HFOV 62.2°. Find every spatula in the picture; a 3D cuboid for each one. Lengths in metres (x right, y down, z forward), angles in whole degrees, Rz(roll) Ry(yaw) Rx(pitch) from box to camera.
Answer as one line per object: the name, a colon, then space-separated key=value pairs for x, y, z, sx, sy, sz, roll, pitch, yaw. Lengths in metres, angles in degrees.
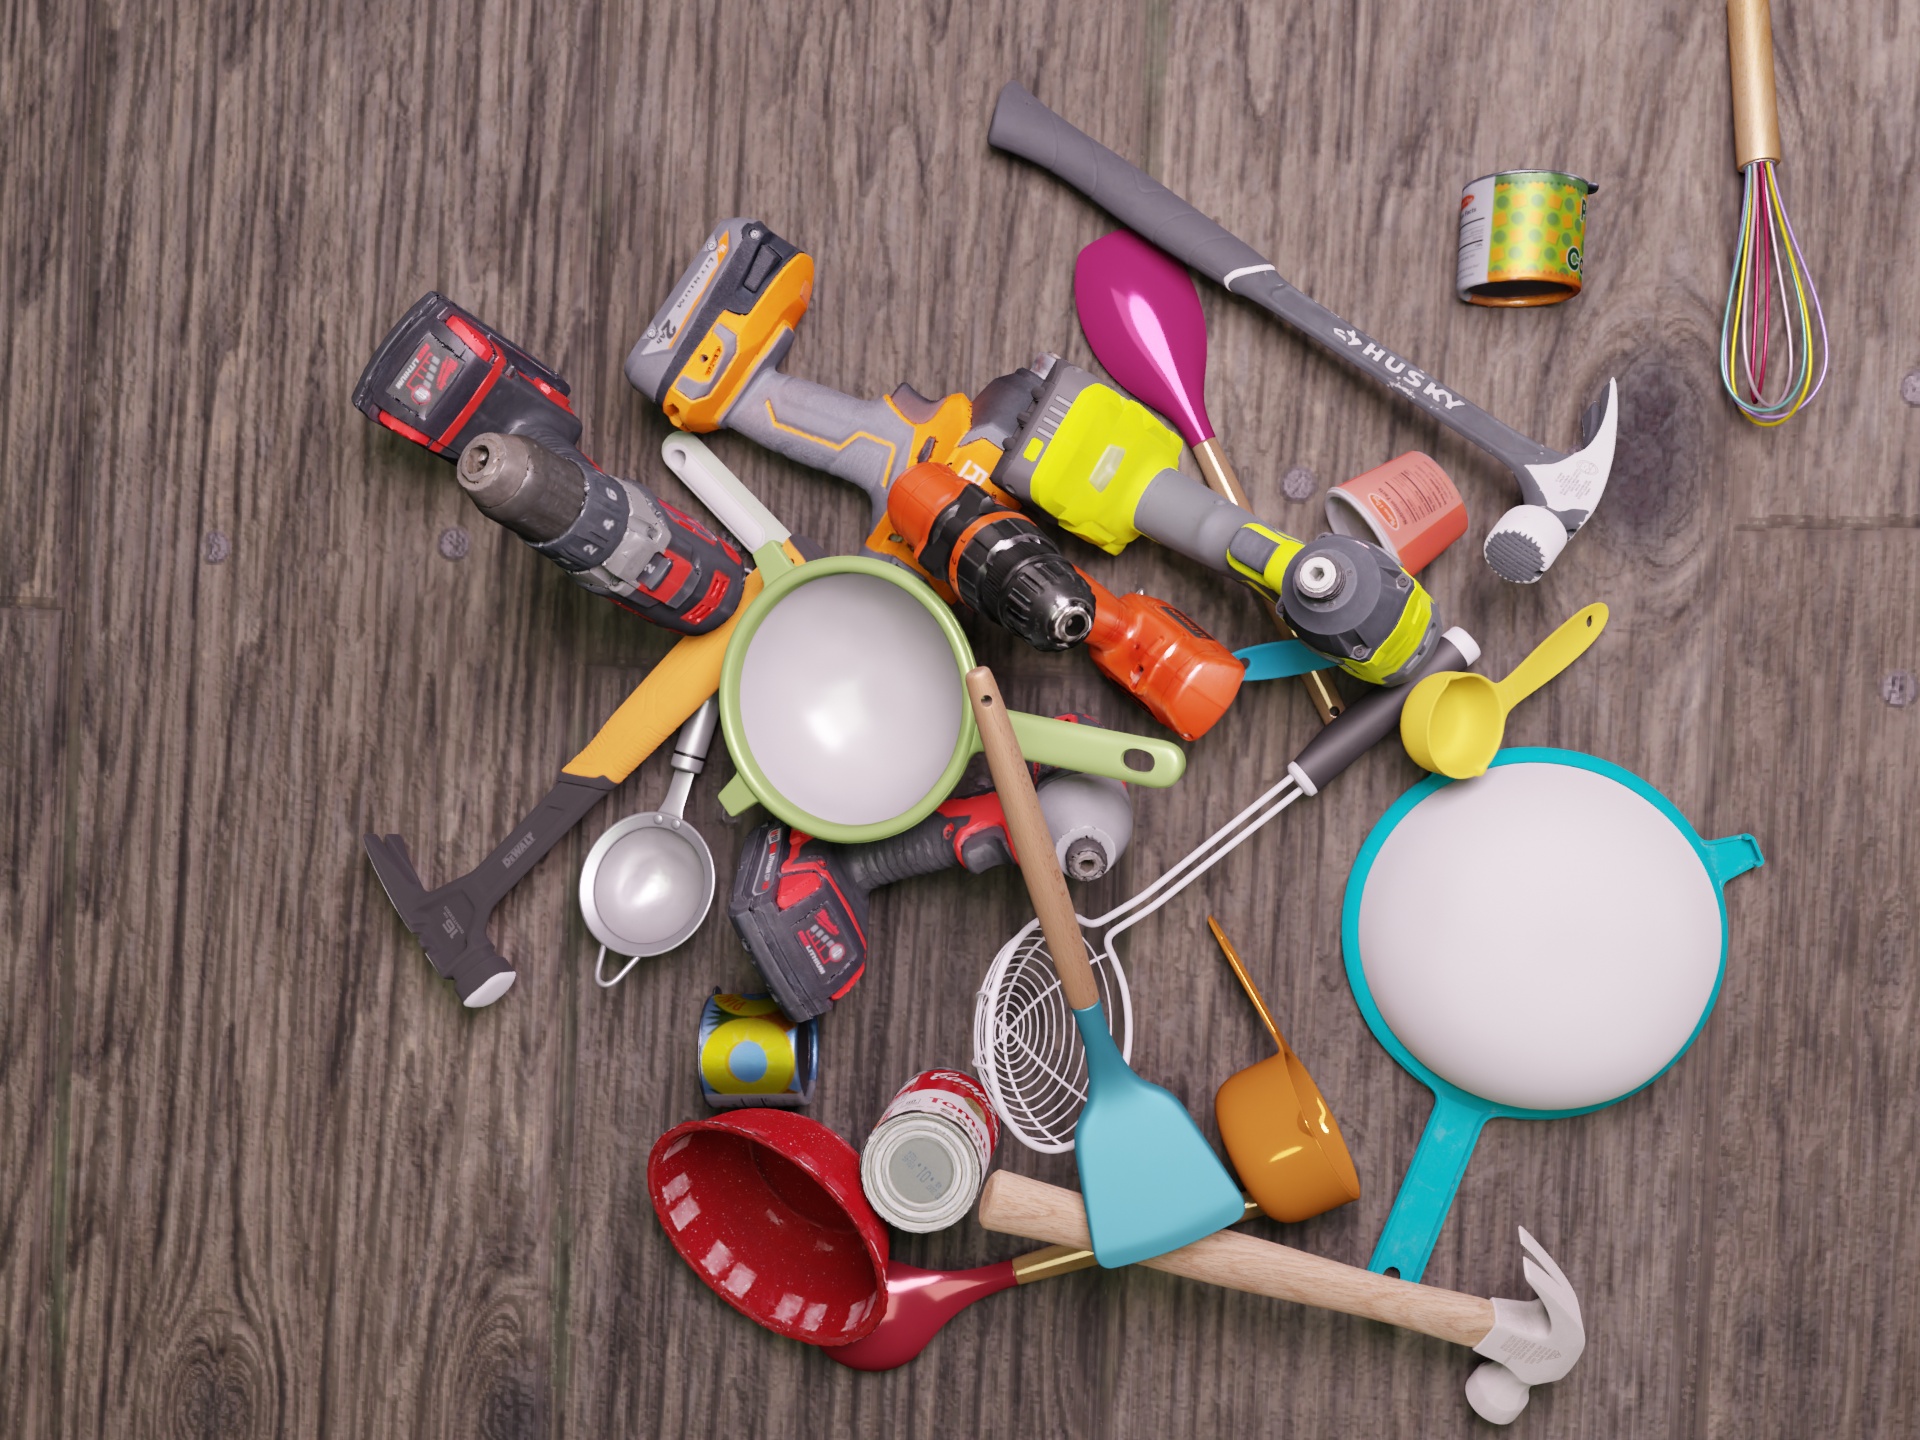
spatula: x=0.059 y=0.122 z=0.791 sx=0.082 sy=0.044 sz=0.317 roll=-20 pitch=107 yaw=-2

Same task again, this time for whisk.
whisk: x=0.435 y=-0.282 z=0.872 sx=0.051 sy=0.047 sz=0.245 roll=-2 pitch=86 yaw=8
whisk: x=-0.090 y=-0.081 z=0.932 sx=0.246 sy=0.059 sz=0.057 roll=46 pitch=123 yaw=8

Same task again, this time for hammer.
hammer: x=0.173 y=0.294 z=0.851 sx=0.331 sy=0.031 sz=0.130 roll=16 pitch=126 yaw=-4
hammer: x=-0.204 y=0.012 z=0.922 sx=0.337 sy=0.034 sz=0.127 roll=-43 pitch=73 yaw=10
hammer: x=0.180 y=-0.238 z=0.882 sx=0.409 sy=0.036 sz=0.149 roll=38 pitch=57 yaw=11

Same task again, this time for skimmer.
skimmer: x=0.154 y=0.084 z=0.863 sx=0.363 sy=0.090 sz=0.127 roll=-40 pitch=123 yaw=1

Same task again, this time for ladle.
ladle: x=0.057 y=0.315 z=0.928 sx=0.315 sy=0.031 sz=0.069 roll=-18 pitch=89 yaw=5

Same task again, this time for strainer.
strainer: x=-0.162 y=0.033 z=0.944 sx=0.087 sy=0.050 sz=0.258 roll=16 pitch=87 yaw=18
strainer: x=0.295 y=0.180 z=0.863 sx=0.211 sy=0.095 sz=0.340 roll=22 pitch=92 yaw=6
strainer: x=-0.001 y=-0.003 z=0.841 sx=0.256 sy=0.069 sz=0.151 roll=12 pitch=98 yaw=19

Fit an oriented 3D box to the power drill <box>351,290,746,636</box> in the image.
power drill: x=-0.233 y=-0.140 z=0.851 sx=0.227 sy=0.187 sz=0.080 roll=41 pitch=95 yaw=30

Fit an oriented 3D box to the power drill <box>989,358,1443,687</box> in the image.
power drill: x=0.133 y=-0.099 z=0.821 sx=0.223 sy=0.171 sz=0.080 roll=33 pitch=98 yaw=25

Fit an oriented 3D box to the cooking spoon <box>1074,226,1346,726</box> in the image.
cooking spoon: x=0.151 y=-0.137 z=0.915 sx=0.069 sy=0.017 sz=0.319 roll=-25 pitch=88 yaw=4

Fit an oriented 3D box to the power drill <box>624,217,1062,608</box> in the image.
power drill: x=-0.057 y=-0.187 z=0.911 sx=0.226 sy=0.084 sz=0.164 roll=36 pitch=94 yaw=1

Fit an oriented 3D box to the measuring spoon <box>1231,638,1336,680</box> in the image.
measuring spoon: x=0.205 y=-0.042 z=0.897 sx=0.128 sy=0.021 sz=0.042 roll=-9 pitch=109 yaw=-6

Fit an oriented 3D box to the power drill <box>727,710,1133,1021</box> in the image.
power drill: x=-0.010 y=0.076 z=0.874 sx=0.219 sy=0.143 sz=0.078 roll=-23 pitch=112 yaw=8

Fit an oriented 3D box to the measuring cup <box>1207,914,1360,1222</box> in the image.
measuring cup: x=0.161 y=0.197 z=0.896 sx=0.052 sy=0.095 sz=0.174 roll=-31 pitch=68 yaw=13

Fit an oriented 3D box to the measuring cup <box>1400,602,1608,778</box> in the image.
measuring cup: x=0.300 y=-0.024 z=0.876 sx=0.156 sy=0.029 sz=0.062 roll=-34 pitch=112 yaw=-24
